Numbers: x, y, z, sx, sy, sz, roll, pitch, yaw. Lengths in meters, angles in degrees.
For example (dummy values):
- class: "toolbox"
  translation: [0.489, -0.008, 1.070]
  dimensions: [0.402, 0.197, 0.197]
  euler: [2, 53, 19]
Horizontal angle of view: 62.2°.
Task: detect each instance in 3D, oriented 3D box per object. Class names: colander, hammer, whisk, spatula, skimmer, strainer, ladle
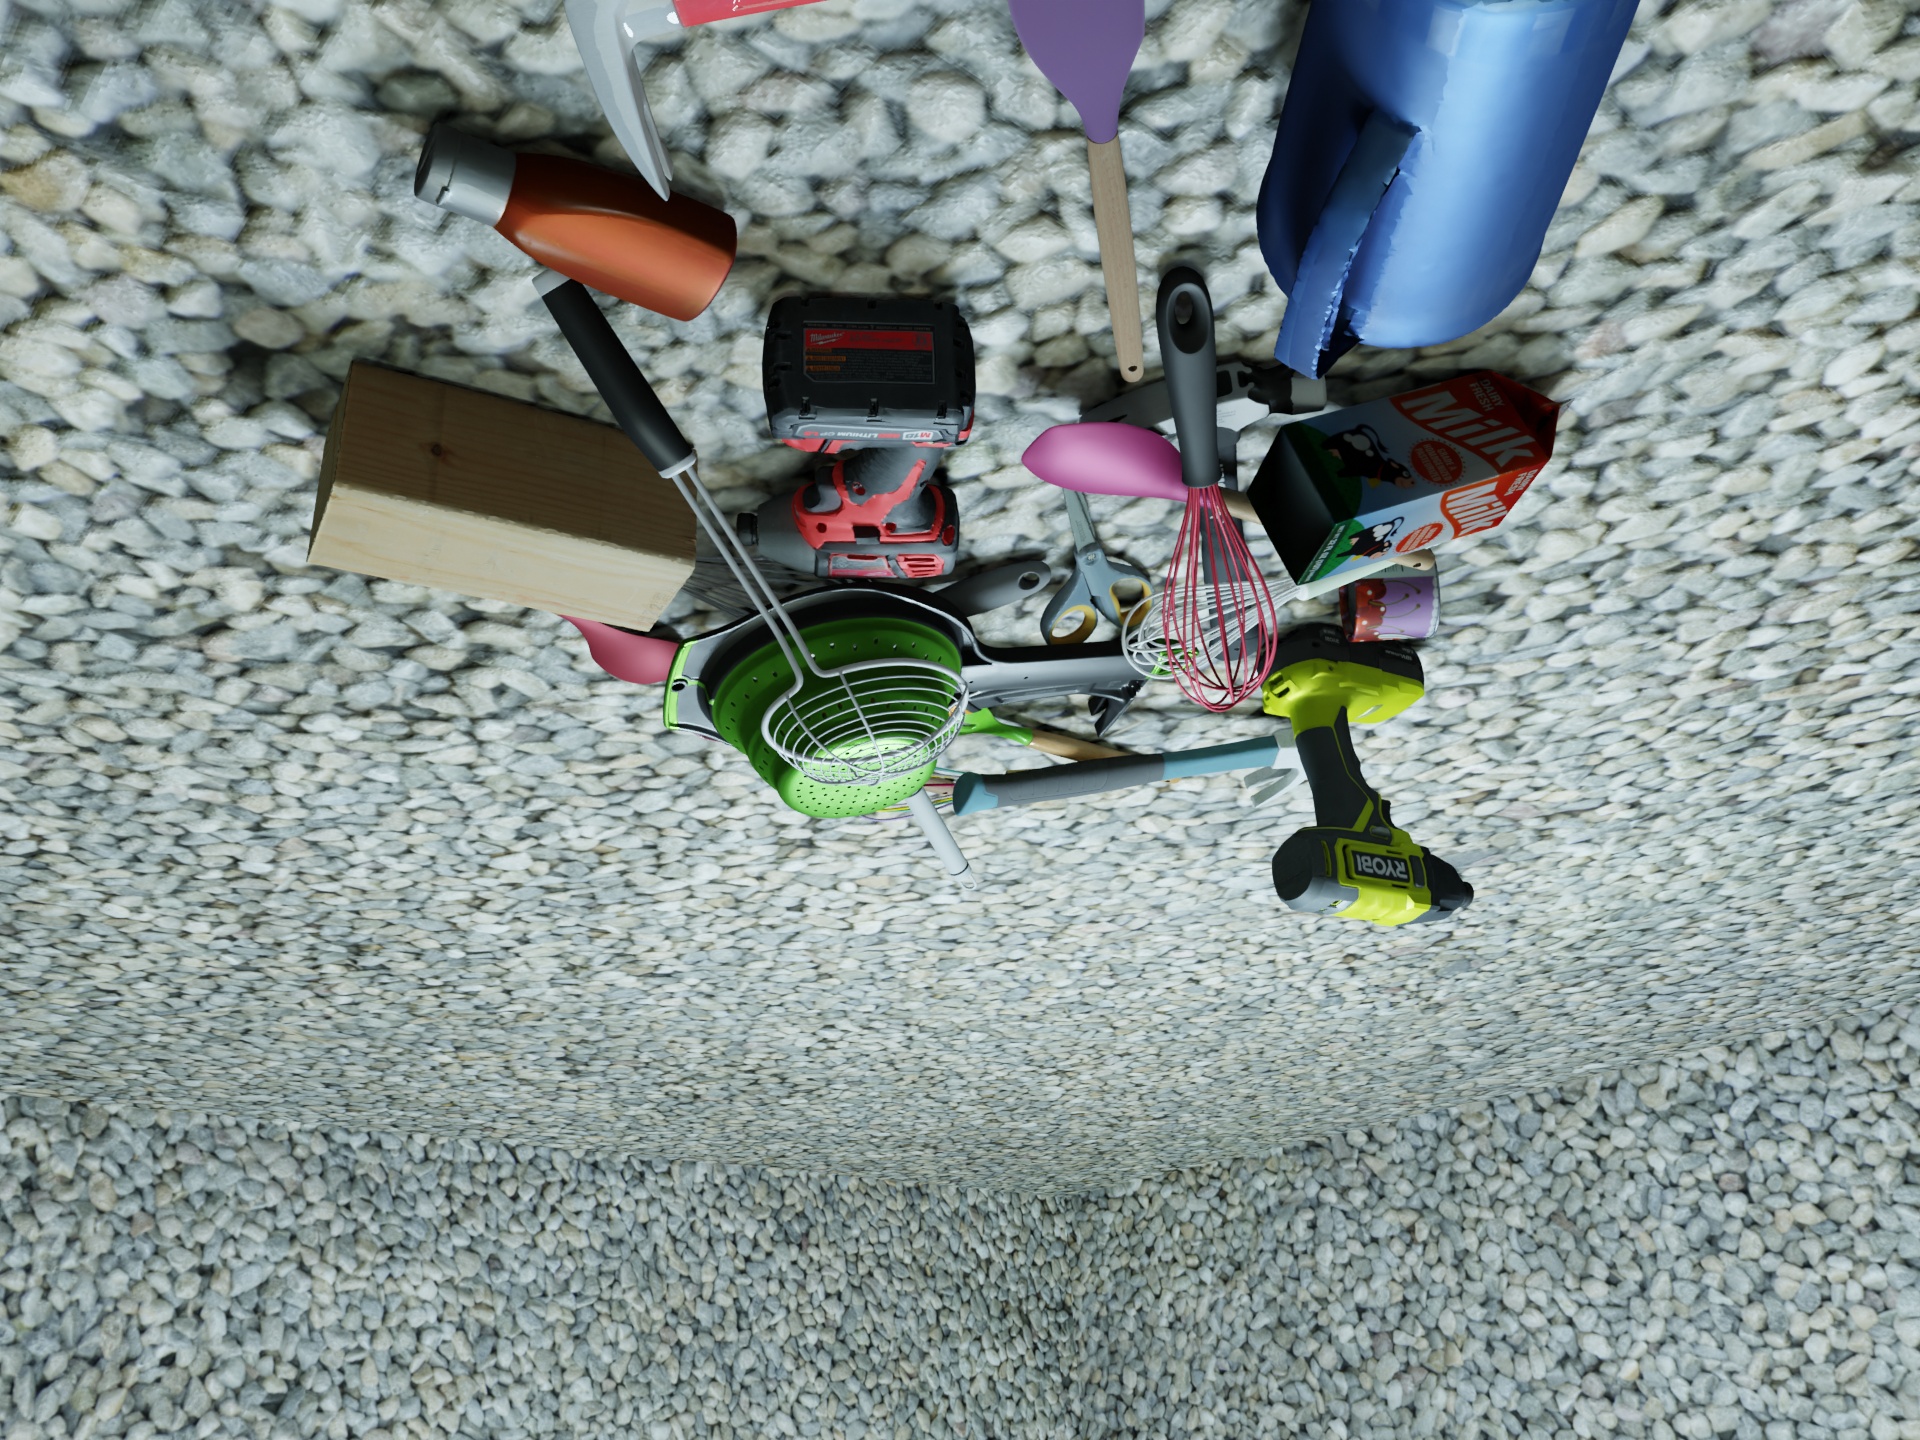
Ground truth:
- class: "colander"
  translation: [-0.002, -0.004, 1.111]
  dimensions: [0.397, 0.095, 0.204]
  euler: [-5, 148, -20]
- class: "hammer"
  translation: [0.172, -0.126, 1.079]
  dimensions: [0.146, 0.035, 0.334]
  euler: [-8, 154, 9]
- class: "whisk"
  translation: [0.145, -0.127, 0.942]
  dimensions: [0.073, 0.073, 0.295]
  euler: [-7, 126, 8]
- class: "whisk"
  translation: [0.221, -0.091, 1.076]
  dimensions: [0.246, 0.059, 0.058]
  euler: [-22, -168, -10]
- class: "hammer"
  translation: [0.156, 0.040, 1.346]
  dimensions: [0.331, 0.033, 0.128]
  euler: [-8, 143, -10]
- class: "whisk"
  translation: [-0.047, -0.075, 1.153]
  dimensions: [0.239, 0.055, 0.055]
  euler: [-17, 151, 16]
- class: "hammer"
  translation: [0.032, -0.312, 0.646]
  dimensions: [0.386, 0.038, 0.143]
  euler: [-8, 139, 5]
- class: "spatula"
  translation: [0.070, -0.270, 0.786]
  dimensions: [0.060, 0.018, 0.315]
  euler: [-9, 152, 7]
- class: "skimmer"
  translation: [-0.121, -0.105, 0.917]
  dimensions: [0.127, 0.090, 0.363]
  euler: [-24, 112, 21]
- class: "strainer"
  translation: [-0.047, 0.047, 1.313]
  dimensions: [0.087, 0.050, 0.258]
  euler: [-20, 120, 17]
- class: "ladle"
  translation: [-0.293, -0.093, 1.104]
  dimensions: [0.069, 0.031, 0.315]
  euler: [-14, 150, 22]
- class: "whisk"
  translation: [-0.187, -0.100, 1.074]
  dimensions: [0.284, 0.070, 0.070]
  euler: [13, 150, -20]
- class: "whisk"
  translation: [0.018, 0.052, 1.376]
  dimensions: [0.245, 0.051, 0.047]
  euler: [-4, -171, -9]
- class: "hammer"
  translation: [-0.020, -0.012, 1.228]
  dimensions: [0.336, 0.034, 0.127]
  euler: [-6, 156, -18]

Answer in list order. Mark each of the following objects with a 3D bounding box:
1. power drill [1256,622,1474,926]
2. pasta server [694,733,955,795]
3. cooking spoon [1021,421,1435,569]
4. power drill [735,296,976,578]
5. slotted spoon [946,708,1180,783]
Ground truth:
- class: "power drill"
  translation: [0.313, 0.047, 1.235]
  dimensions: [0.171, 0.223, 0.080]
  euler: [10, 151, -26]
- class: "pasta server"
  translation: [-0.115, 0.022, 1.364]
  dimensions: [0.060, 0.040, 0.316]
  euler: [-25, 151, 37]
- class: "cooking spoon"
  translation: [0.180, -0.134, 1.001]
  dimensions: [0.318, 0.017, 0.068]
  euler: [11, 149, -28]
- class: "power drill"
  translation: [-0.065, -0.154, 0.951]
  dimensions: [0.143, 0.079, 0.219]
  euler: [0, 157, -6]
- class: "slotted spoon"
  translation: [0.079, 0.019, 1.377]
  dimensions: [0.313, 0.031, 0.070]
  euler: [15, 154, -36]
